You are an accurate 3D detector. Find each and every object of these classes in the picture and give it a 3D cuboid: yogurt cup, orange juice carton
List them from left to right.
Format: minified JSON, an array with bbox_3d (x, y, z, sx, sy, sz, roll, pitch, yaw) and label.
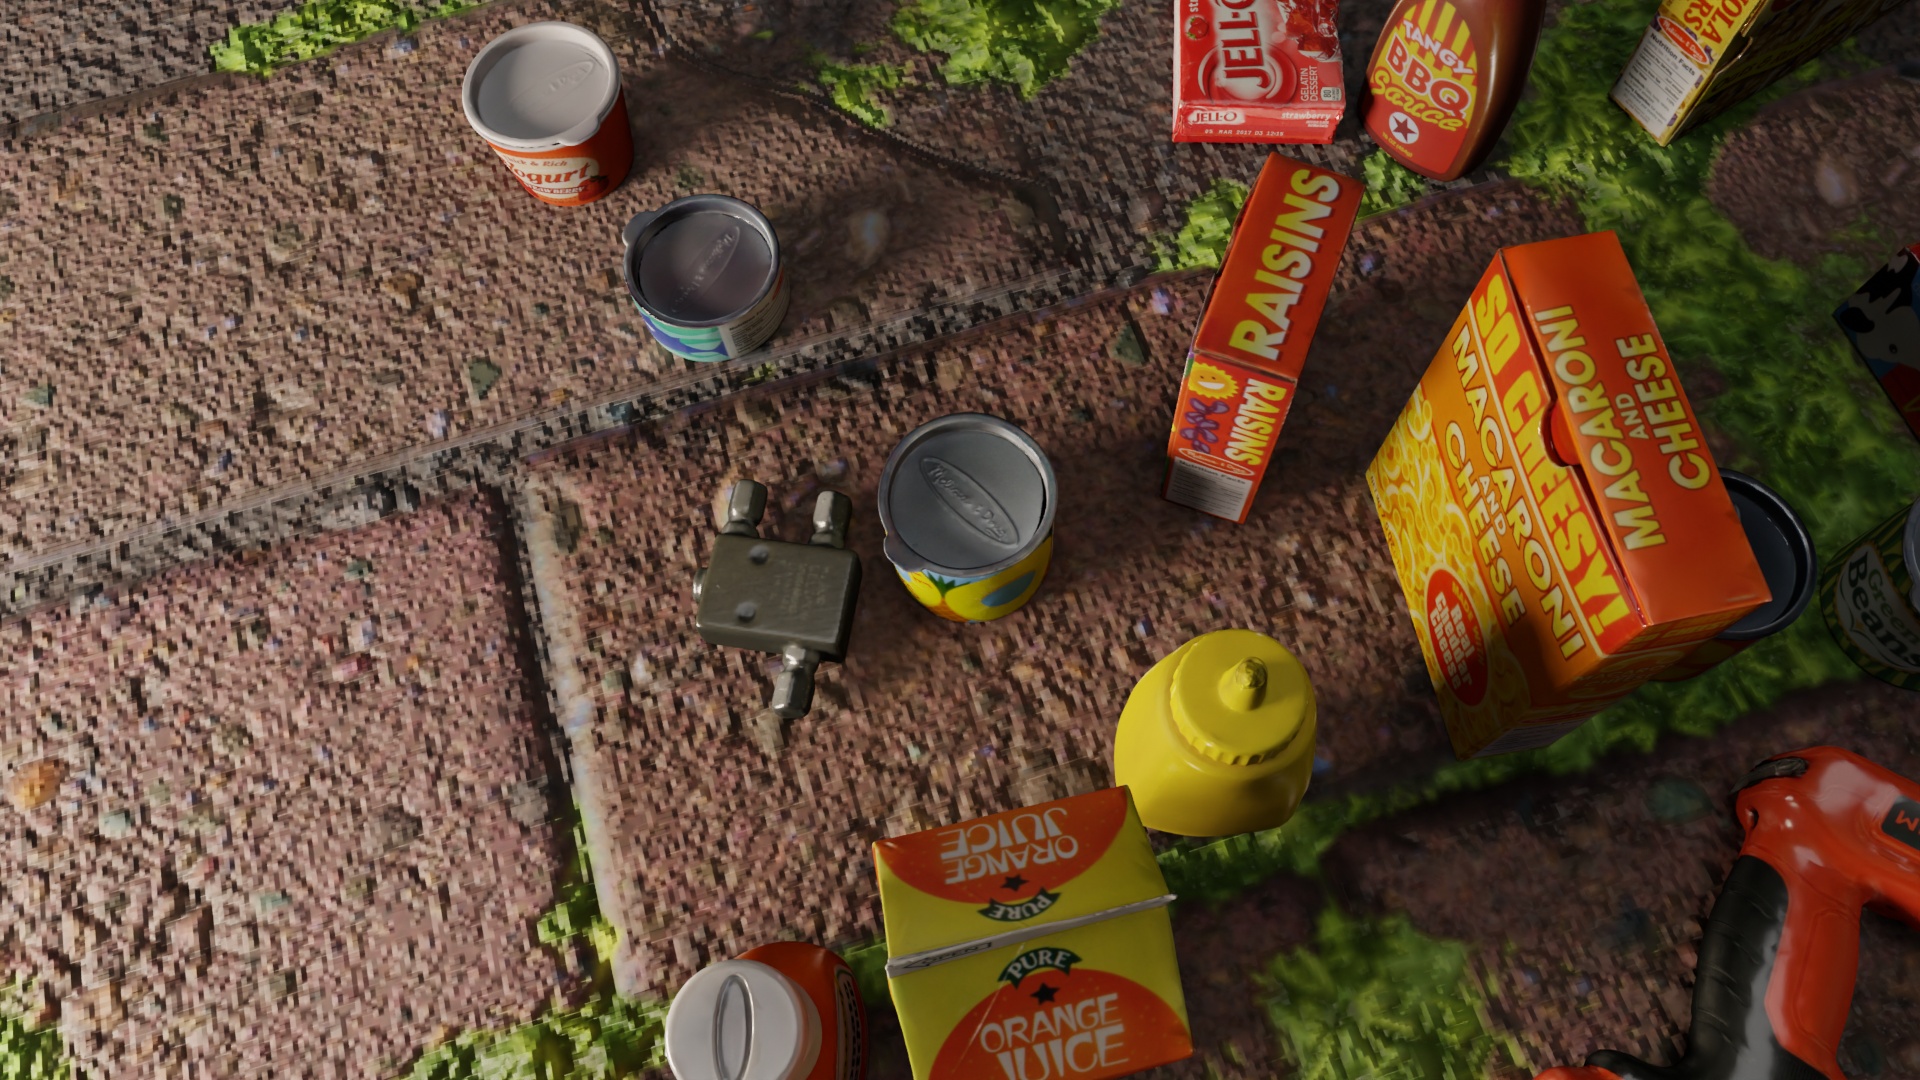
[{"bbox_3d":[-0.178,-0.186,0.615,0.072,0.053,0.072,-1,68,2],"label":"yogurt cup"},{"bbox_3d":[0.020,0.124,0.407,0.072,0.192,0.073,-12,68,-2],"label":"orange juice carton"}]

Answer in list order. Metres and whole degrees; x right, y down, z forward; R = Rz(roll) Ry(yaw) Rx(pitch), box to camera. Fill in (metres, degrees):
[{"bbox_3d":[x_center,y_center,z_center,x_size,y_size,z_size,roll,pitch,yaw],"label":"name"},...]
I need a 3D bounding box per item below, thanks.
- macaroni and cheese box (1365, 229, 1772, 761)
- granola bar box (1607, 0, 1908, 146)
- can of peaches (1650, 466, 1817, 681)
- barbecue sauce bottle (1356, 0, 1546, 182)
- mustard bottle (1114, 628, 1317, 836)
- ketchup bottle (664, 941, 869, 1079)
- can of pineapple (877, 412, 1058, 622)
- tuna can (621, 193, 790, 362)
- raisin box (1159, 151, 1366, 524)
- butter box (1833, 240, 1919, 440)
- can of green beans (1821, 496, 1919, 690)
[{"bbox_3d":[0.190,-0.005,0.467,0.040,0.166,0.124,-10,68,-2],"label":"macaroni and cheese box"},{"bbox_3d":[0.371,-0.251,0.584,0.166,0.123,0.039,-31,70,-10],"label":"granola bar box"},{"bbox_3d":[0.267,0.013,0.516,0.071,0.058,0.071,-1,68,2],"label":"can of peaches"},{"bbox_3d":[0.206,-0.212,0.560,0.044,0.148,0.065,-40,72,-13],"label":"barbecue sauce bottle"},{"bbox_3d":[0.085,0.061,0.448,0.065,0.159,0.049,1,68,3],"label":"mustard bottle"},{"bbox_3d":[-0.056,0.152,0.422,0.043,0.148,0.065,-3,68,1],"label":"ketchup bottle"},{"bbox_3d":[0.002,-0.007,0.533,0.071,0.057,0.071,-1,68,2],"label":"can of pineapple"},{"bbox_3d":[-0.110,-0.113,0.594,0.071,0.032,0.071,-1,68,2],"label":"tuna can"},{"bbox_3d":[0.110,-0.071,0.520,0.040,0.123,0.086,20,70,10],"label":"raisin box"},{"bbox_3d":[0.394,-0.064,0.545,0.024,0.053,0.104,-18,69,-5],"label":"butter box"},{"bbox_3d":[0.365,0.017,0.510,0.071,0.057,0.071,-1,68,2],"label":"can of green beans"}]
